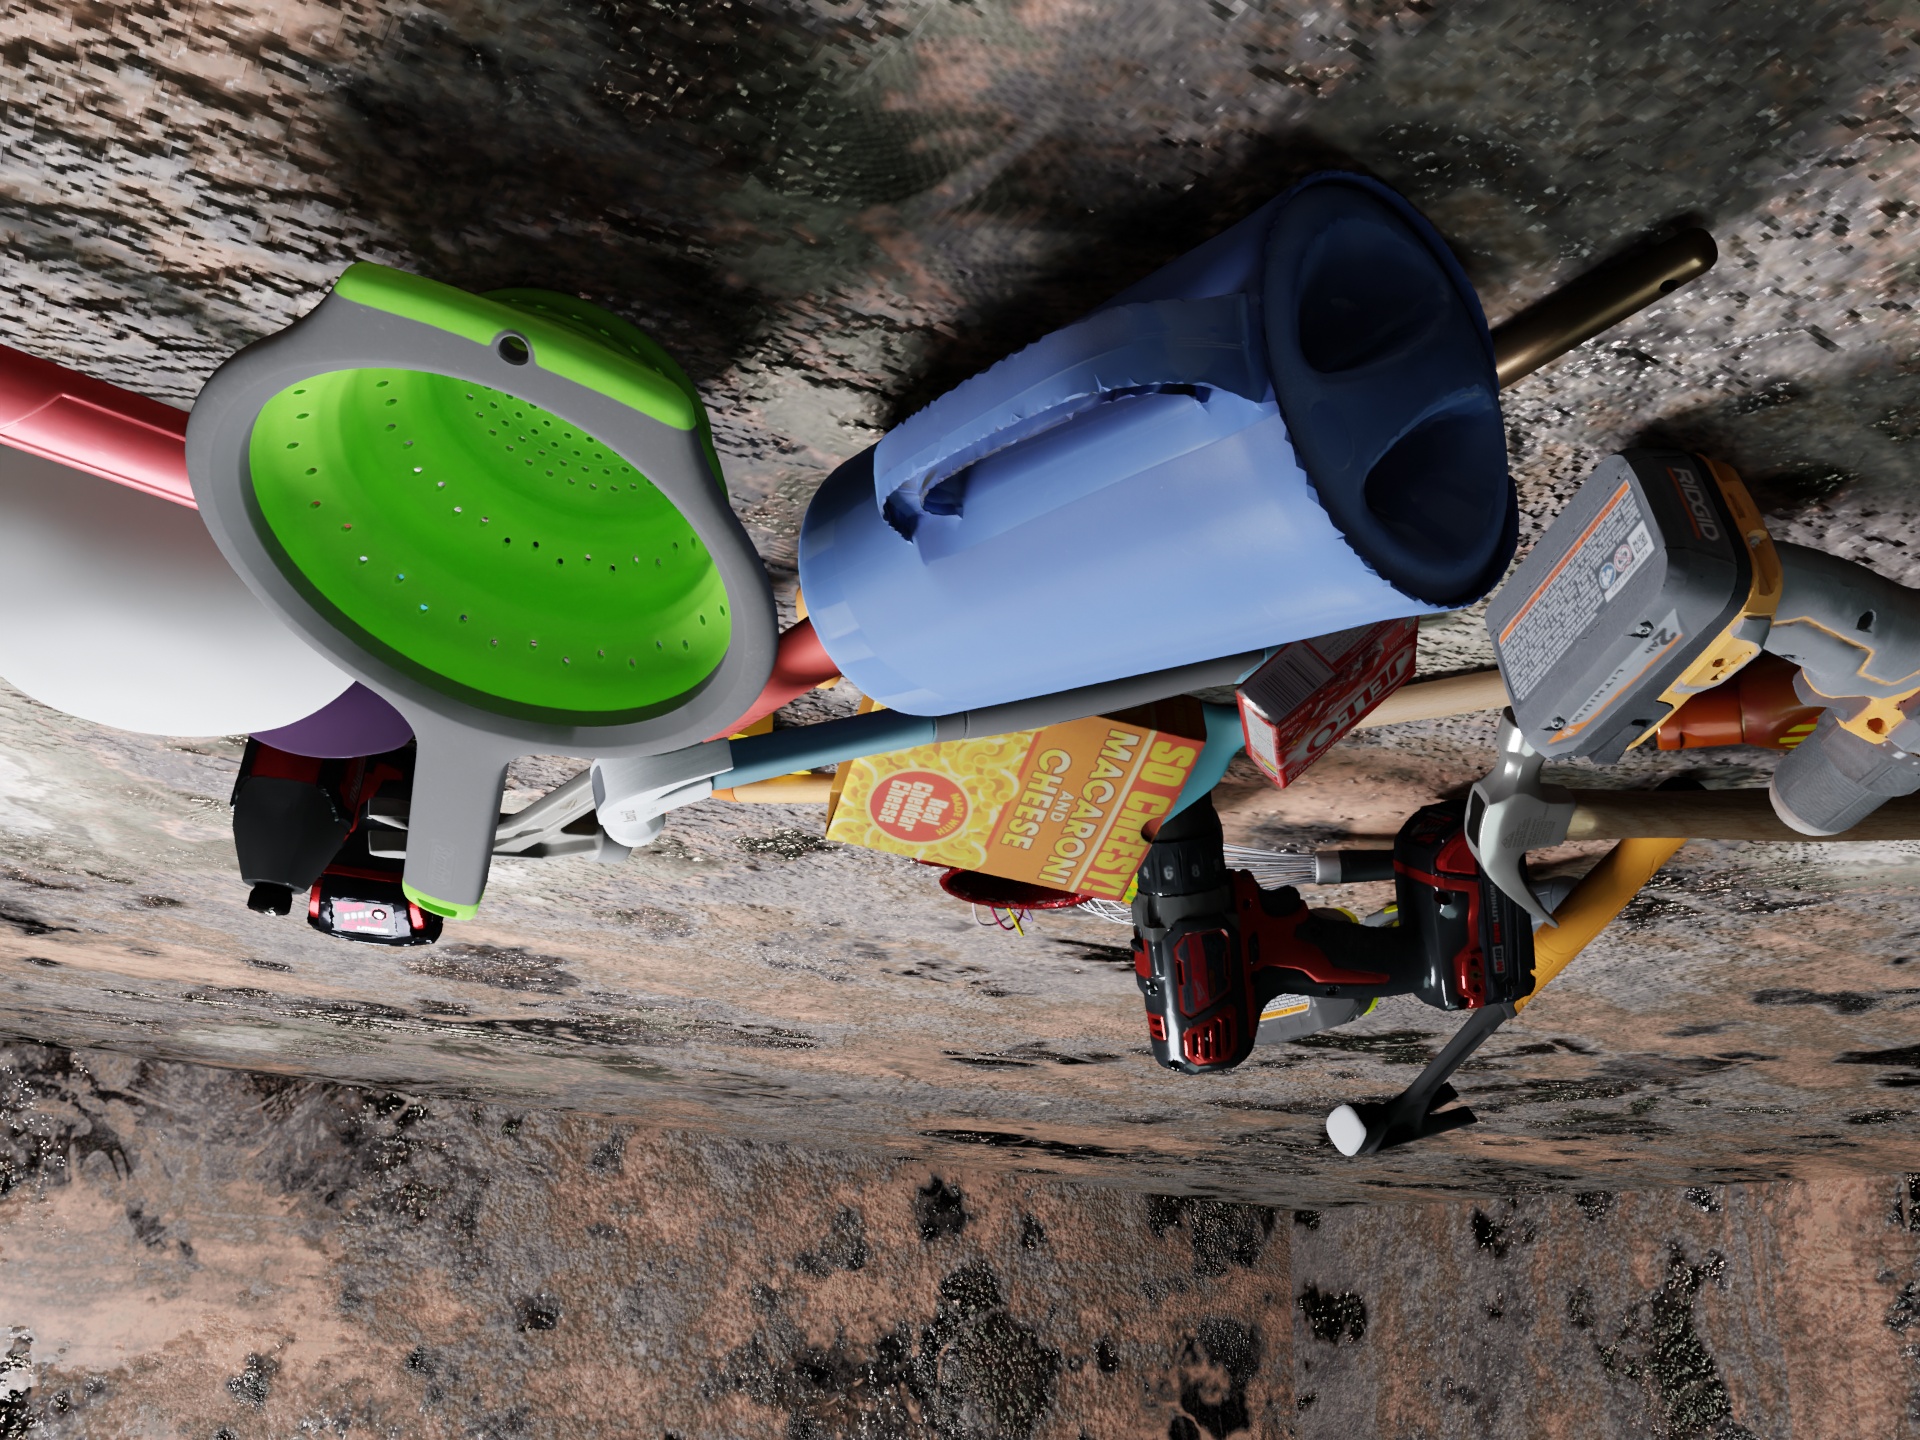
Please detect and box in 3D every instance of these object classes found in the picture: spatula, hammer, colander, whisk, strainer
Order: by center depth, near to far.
[{"bbox_3d":[-0.179,-0.040,0.628,0.204,0.095,0.397,21,143,-8],"label":"colander"},{"bbox_3d":[-0.255,-0.071,0.644,0.386,0.038,0.143,20,115,-43],"label":"hammer"},{"bbox_3d":[-0.001,-0.002,0.721,0.331,0.033,0.128,-12,167,-11],"label":"hammer"},{"bbox_3d":[-0.422,-0.044,0.731,0.340,0.095,0.210,-2,157,11],"label":"strainer"},{"bbox_3d":[-0.145,0.006,0.766,0.149,0.037,0.359,8,155,-42],"label":"hammer"},{"bbox_3d":[0.212,0.002,0.813,0.317,0.044,0.082,-11,121,27],"label":"spatula"},{"bbox_3d":[-0.430,-0.027,0.822,0.316,0.060,0.018,10,147,6],"label":"spatula"},{"bbox_3d":[0.437,0.053,0.872,0.331,0.031,0.130,0,122,-8],"label":"hammer"},{"bbox_3d":[-0.115,0.051,0.966,0.323,0.041,0.081,-3,170,31],"label":"spatula"},{"bbox_3d":[0.362,0.161,1.003,0.127,0.034,0.336,-2,135,-34],"label":"hammer"},{"bbox_3d":[0.207,0.099,1.043,0.284,0.070,0.070,-3,158,3],"label":"whisk"},{"bbox_3d":[0.016,0.093,1.074,0.051,0.047,0.244,-1,154,14],"label":"whisk"}]

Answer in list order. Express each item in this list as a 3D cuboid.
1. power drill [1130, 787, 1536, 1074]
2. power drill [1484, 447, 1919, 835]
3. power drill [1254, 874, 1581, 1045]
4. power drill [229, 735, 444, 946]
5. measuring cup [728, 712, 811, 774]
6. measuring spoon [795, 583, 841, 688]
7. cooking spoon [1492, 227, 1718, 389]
[{"bbox_3d":[0.207,0.097,0.926,0.226,0.188,0.080,-8,-174,-9],"label":"power drill"},{"bbox_3d":[0.336,-0.020,0.655,0.226,0.084,0.185,6,143,-13],"label":"power drill"},{"bbox_3d":[0.296,0.153,1.073,0.228,0.080,0.190,-7,167,-31],"label":"power drill"},{"bbox_3d":[-0.354,0.059,0.916,0.078,0.143,0.219,7,160,-2],"label":"power drill"},{"bbox_3d":[-0.118,0.008,0.920,0.062,0.029,0.156,0,170,16],"label":"measuring cup"},{"bbox_3d":[-0.071,-0.041,0.795,0.021,0.011,0.116,4,158,-1],"label":"measuring spoon"},{"bbox_3d":[0.141,-0.100,0.608,0.068,0.017,0.319,15,156,-29],"label":"cooking spoon"}]
